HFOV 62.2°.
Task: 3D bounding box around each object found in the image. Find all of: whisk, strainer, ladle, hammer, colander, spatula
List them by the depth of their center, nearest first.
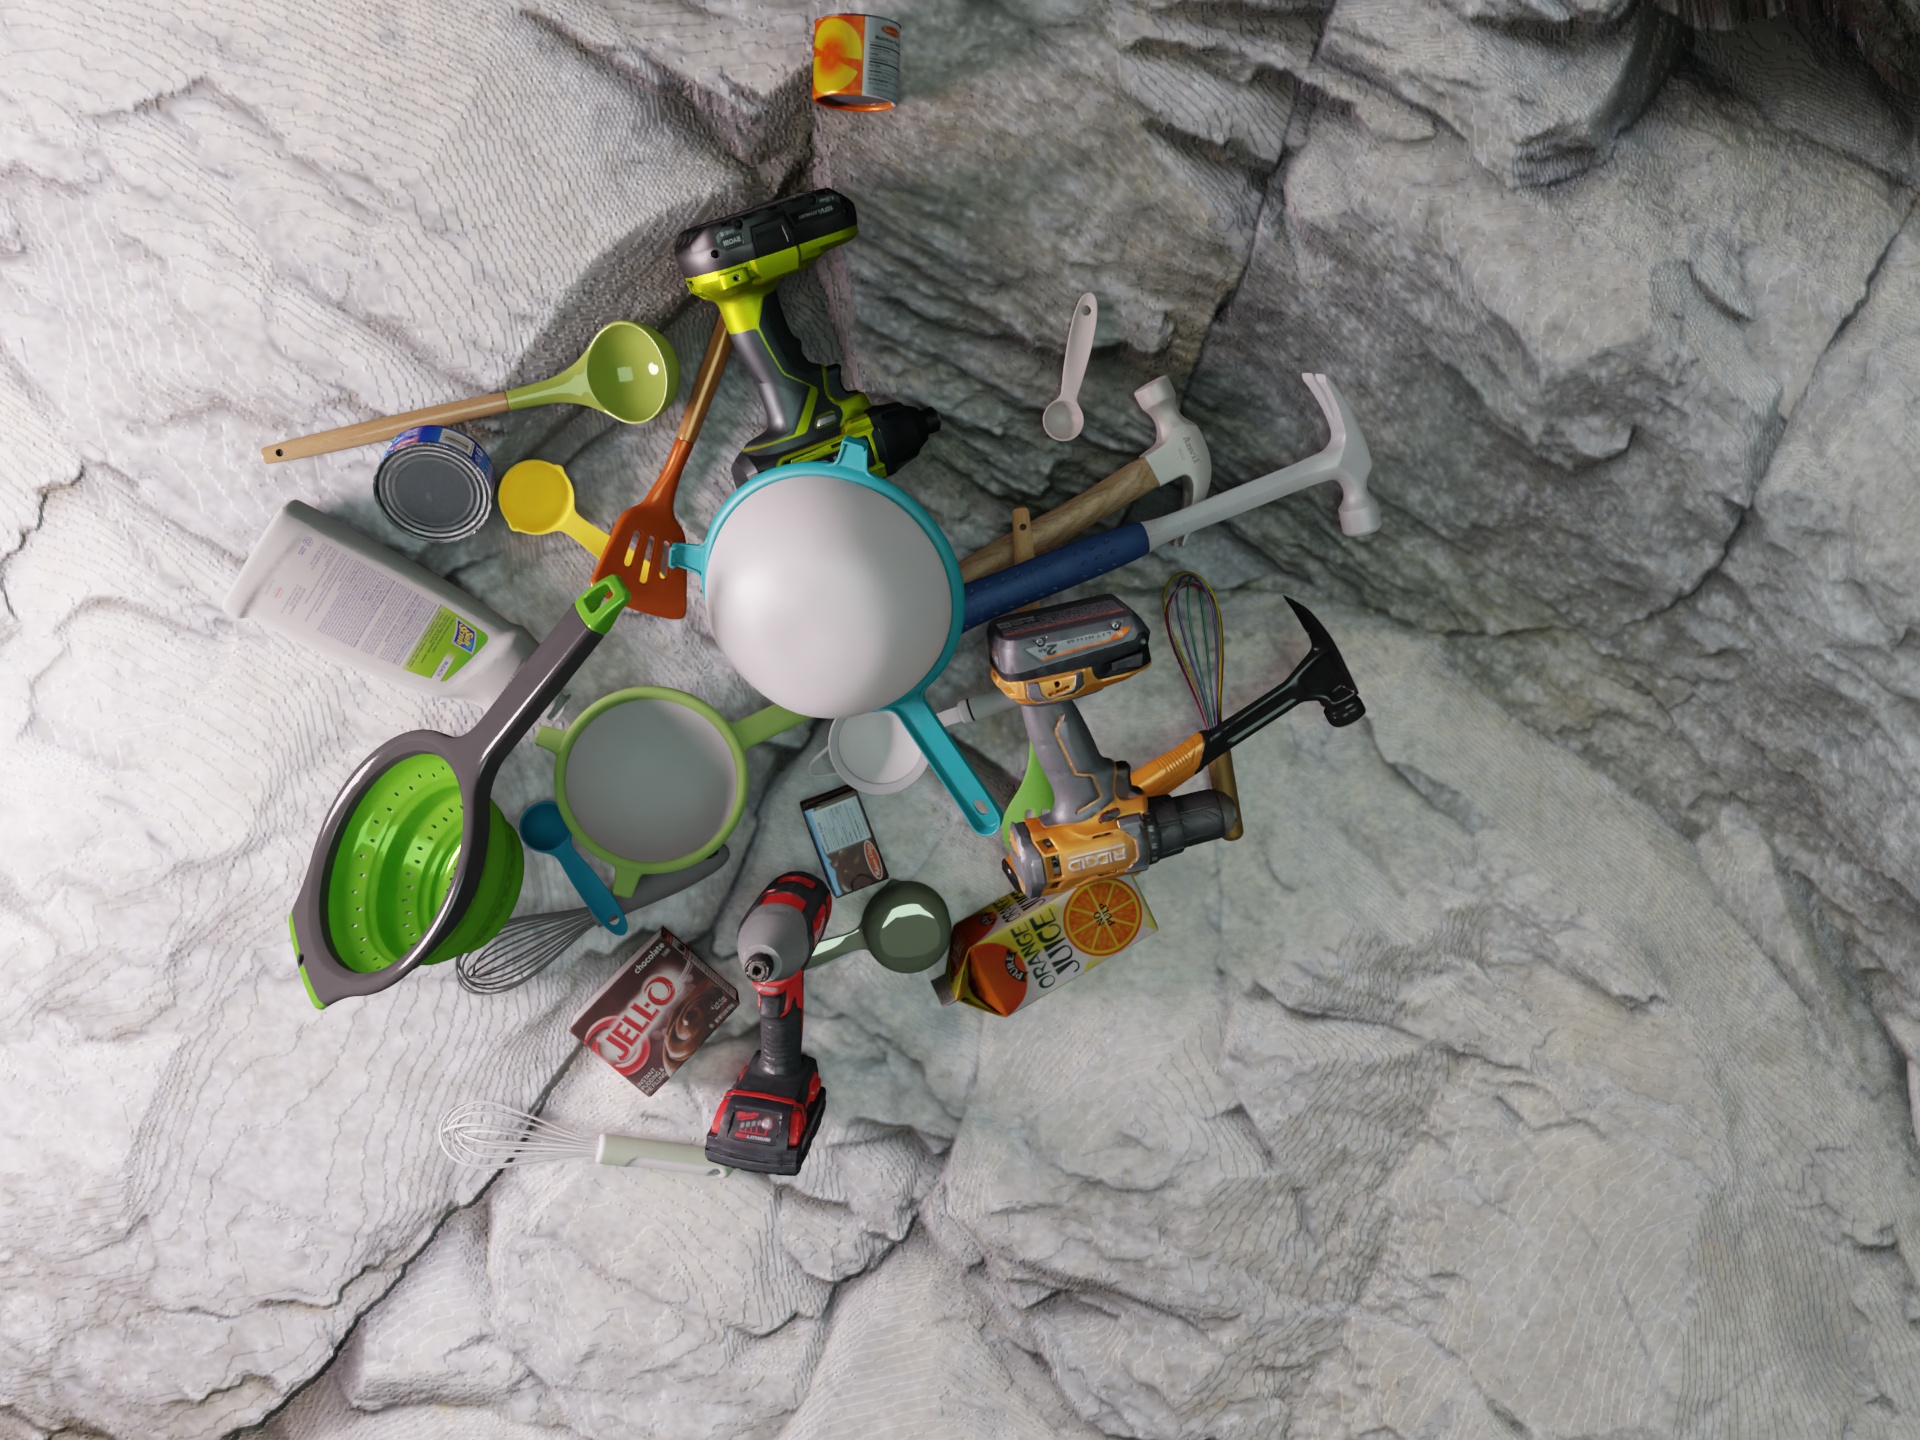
[{"bbox_3d":[-0.350,0.057,1.199,0.397,0.205,0.094,-48,140,12],"label":"colander"},{"bbox_3d":[-0.370,-0.236,1.204,0.320,0.062,0.078,-14,102,-6],"label":"ladle"},{"bbox_3d":[-0.074,-0.029,1.209,0.211,0.095,0.340,-27,108,25],"label":"strainer"},{"bbox_3d":[-0.203,-0.240,1.243,0.081,0.041,0.322,19,95,-30],"label":"spatula"},{"bbox_3d":[-0.203,0.031,1.285,0.256,0.069,0.151,-27,81,-22],"label":"strainer"},{"bbox_3d":[0.156,-0.158,1.289,0.405,0.035,0.144,-22,110,-14],"label":"hammer"},{"bbox_3d":[-0.298,0.156,1.295,0.239,0.055,0.055,-25,104,-11],"label":"whisk"},{"bbox_3d":[-0.002,-0.004,1.301,0.258,0.050,0.086,-19,104,8],"label":"strainer"},{"bbox_3d":[0.061,-0.147,1.317,0.331,0.031,0.130,-31,104,-4],"label":"hammer"},{"bbox_3d":[-0.308,0.357,1.326,0.246,0.059,0.057,12,136,-17],"label":"whisk"},{"bbox_3d":[0.176,0.034,1.329,0.337,0.034,0.127,-34,114,-3],"label":"hammer"},{"bbox_3d":[0.213,-0.012,1.370,0.047,0.051,0.245,-9,107,12],"label":"whisk"}]

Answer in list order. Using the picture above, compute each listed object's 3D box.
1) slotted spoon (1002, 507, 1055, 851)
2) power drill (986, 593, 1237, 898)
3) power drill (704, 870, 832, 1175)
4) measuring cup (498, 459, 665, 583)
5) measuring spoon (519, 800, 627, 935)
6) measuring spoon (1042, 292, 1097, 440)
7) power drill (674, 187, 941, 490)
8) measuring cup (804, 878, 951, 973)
[{"bbox_3d":[0.061,-0.021,1.321,0.070,0.031,0.313,-7,107,-7],"label":"slotted spoon"},{"bbox_3d":[0.119,0.019,1.253,0.185,0.084,0.226,-12,110,-7],"label":"power drill"},{"bbox_3d":[-0.150,0.244,1.277,0.078,0.143,0.219,8,106,6],"label":"power drill"},{"bbox_3d":[-0.294,-0.148,1.255,0.156,0.029,0.062,37,91,-27],"label":"measuring cup"},{"bbox_3d":[-0.307,0.121,1.279,0.042,0.021,0.128,-36,84,-13],"label":"measuring spoon"},{"bbox_3d":[0.093,-0.290,1.309,0.034,0.018,0.124,12,91,-11],"label":"measuring spoon"},{"bbox_3d":[-0.115,-0.285,1.226,0.171,0.080,0.223,-24,113,-18],"label":"power drill"},{"bbox_3d":[-0.087,0.191,1.343,0.167,0.038,0.083,-18,103,-7],"label":"measuring cup"}]
